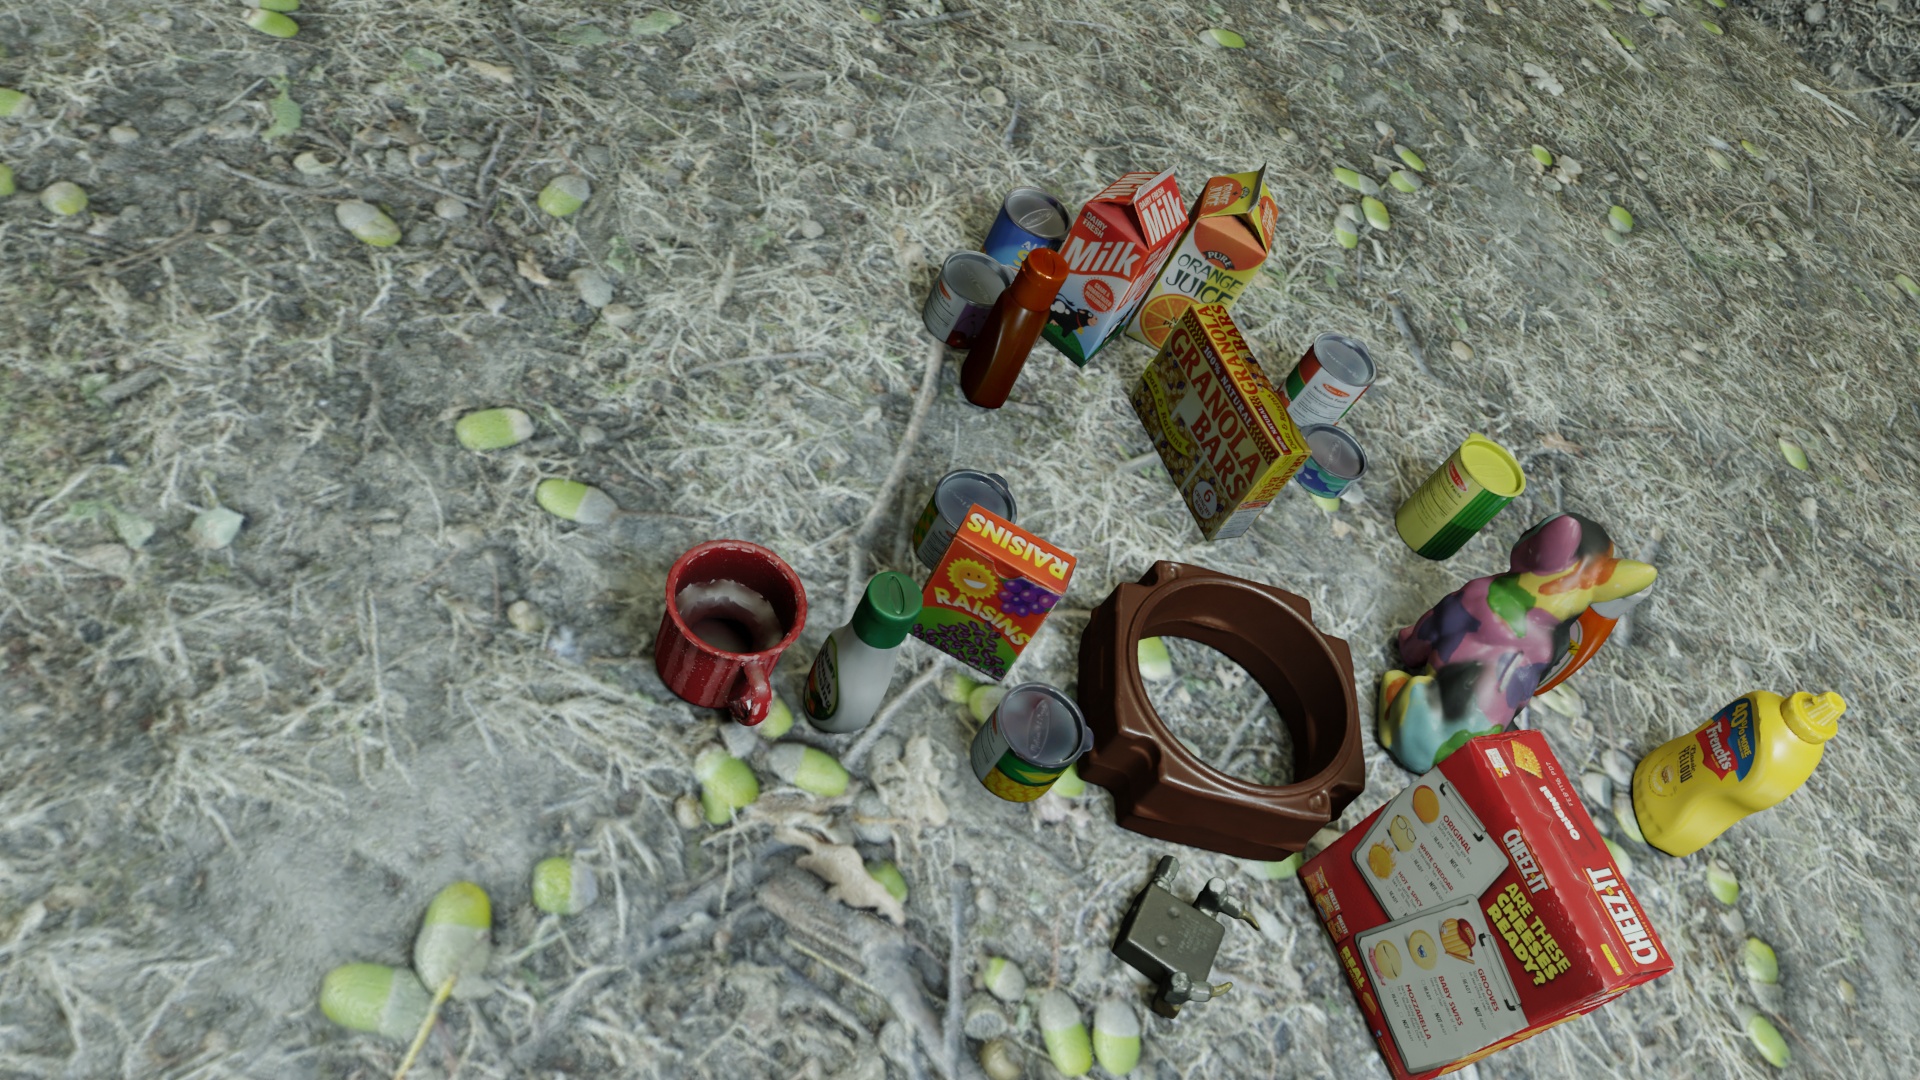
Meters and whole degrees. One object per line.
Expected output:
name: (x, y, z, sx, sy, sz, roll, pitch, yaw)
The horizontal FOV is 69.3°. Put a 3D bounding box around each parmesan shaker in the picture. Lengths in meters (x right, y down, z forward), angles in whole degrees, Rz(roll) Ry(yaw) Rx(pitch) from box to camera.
parmesan shaker: (0.451, -0.039, 1.261, 0.071, 0.102, 0.071, 12, 51, -16)

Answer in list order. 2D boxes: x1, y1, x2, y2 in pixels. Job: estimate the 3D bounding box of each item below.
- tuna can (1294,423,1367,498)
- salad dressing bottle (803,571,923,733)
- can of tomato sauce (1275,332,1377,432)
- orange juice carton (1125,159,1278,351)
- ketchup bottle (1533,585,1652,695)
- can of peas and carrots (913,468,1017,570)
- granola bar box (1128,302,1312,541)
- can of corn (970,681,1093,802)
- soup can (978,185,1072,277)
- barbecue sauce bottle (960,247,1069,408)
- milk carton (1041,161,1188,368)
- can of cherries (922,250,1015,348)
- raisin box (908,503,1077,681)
tuna can: (0.337, -0.075, 1.284, 0.071, 0.032, 0.071, 12, 51, -16)
salad dressing bottle: (-0.064, 0.074, 0.913, 0.044, 0.146, 0.064, 3, 54, -22)
can of tomato sauce: (0.341, -0.145, 1.306, 0.071, 0.082, 0.071, 12, 51, -16)
orange juice carton: (0.228, -0.257, 1.268, 0.073, 0.191, 0.072, 26, 49, -4)
ketchup bottle: (0.520, 0.071, 1.178, 0.044, 0.148, 0.065, -25, 68, -36)
can of peas and carrots: (0.004, -0.013, 1.069, 0.071, 0.058, 0.071, 12, 51, -16)
granola bar box: (0.217, -0.101, 1.189, 0.039, 0.123, 0.166, -8, 59, -29)
can of corn: (0.049, 0.142, 0.971, 0.071, 0.058, 0.071, 12, 51, -16)
soup can: (0.057, -0.269, 1.272, 0.071, 0.083, 0.072, 12, 51, -16)
barbecue sauce bottle: (0.045, -0.178, 1.154, 0.044, 0.147, 0.065, 12, 51, -16)
milk carton: (0.134, -0.250, 1.221, 0.073, 0.189, 0.073, 41, 49, 9)
can of cherries: (0.009, -0.211, 1.223, 0.071, 0.058, 0.072, 12, 51, -16)
raisin box: (0.019, 0.039, 0.993, 0.086, 0.122, 0.040, 29, 49, -1)
